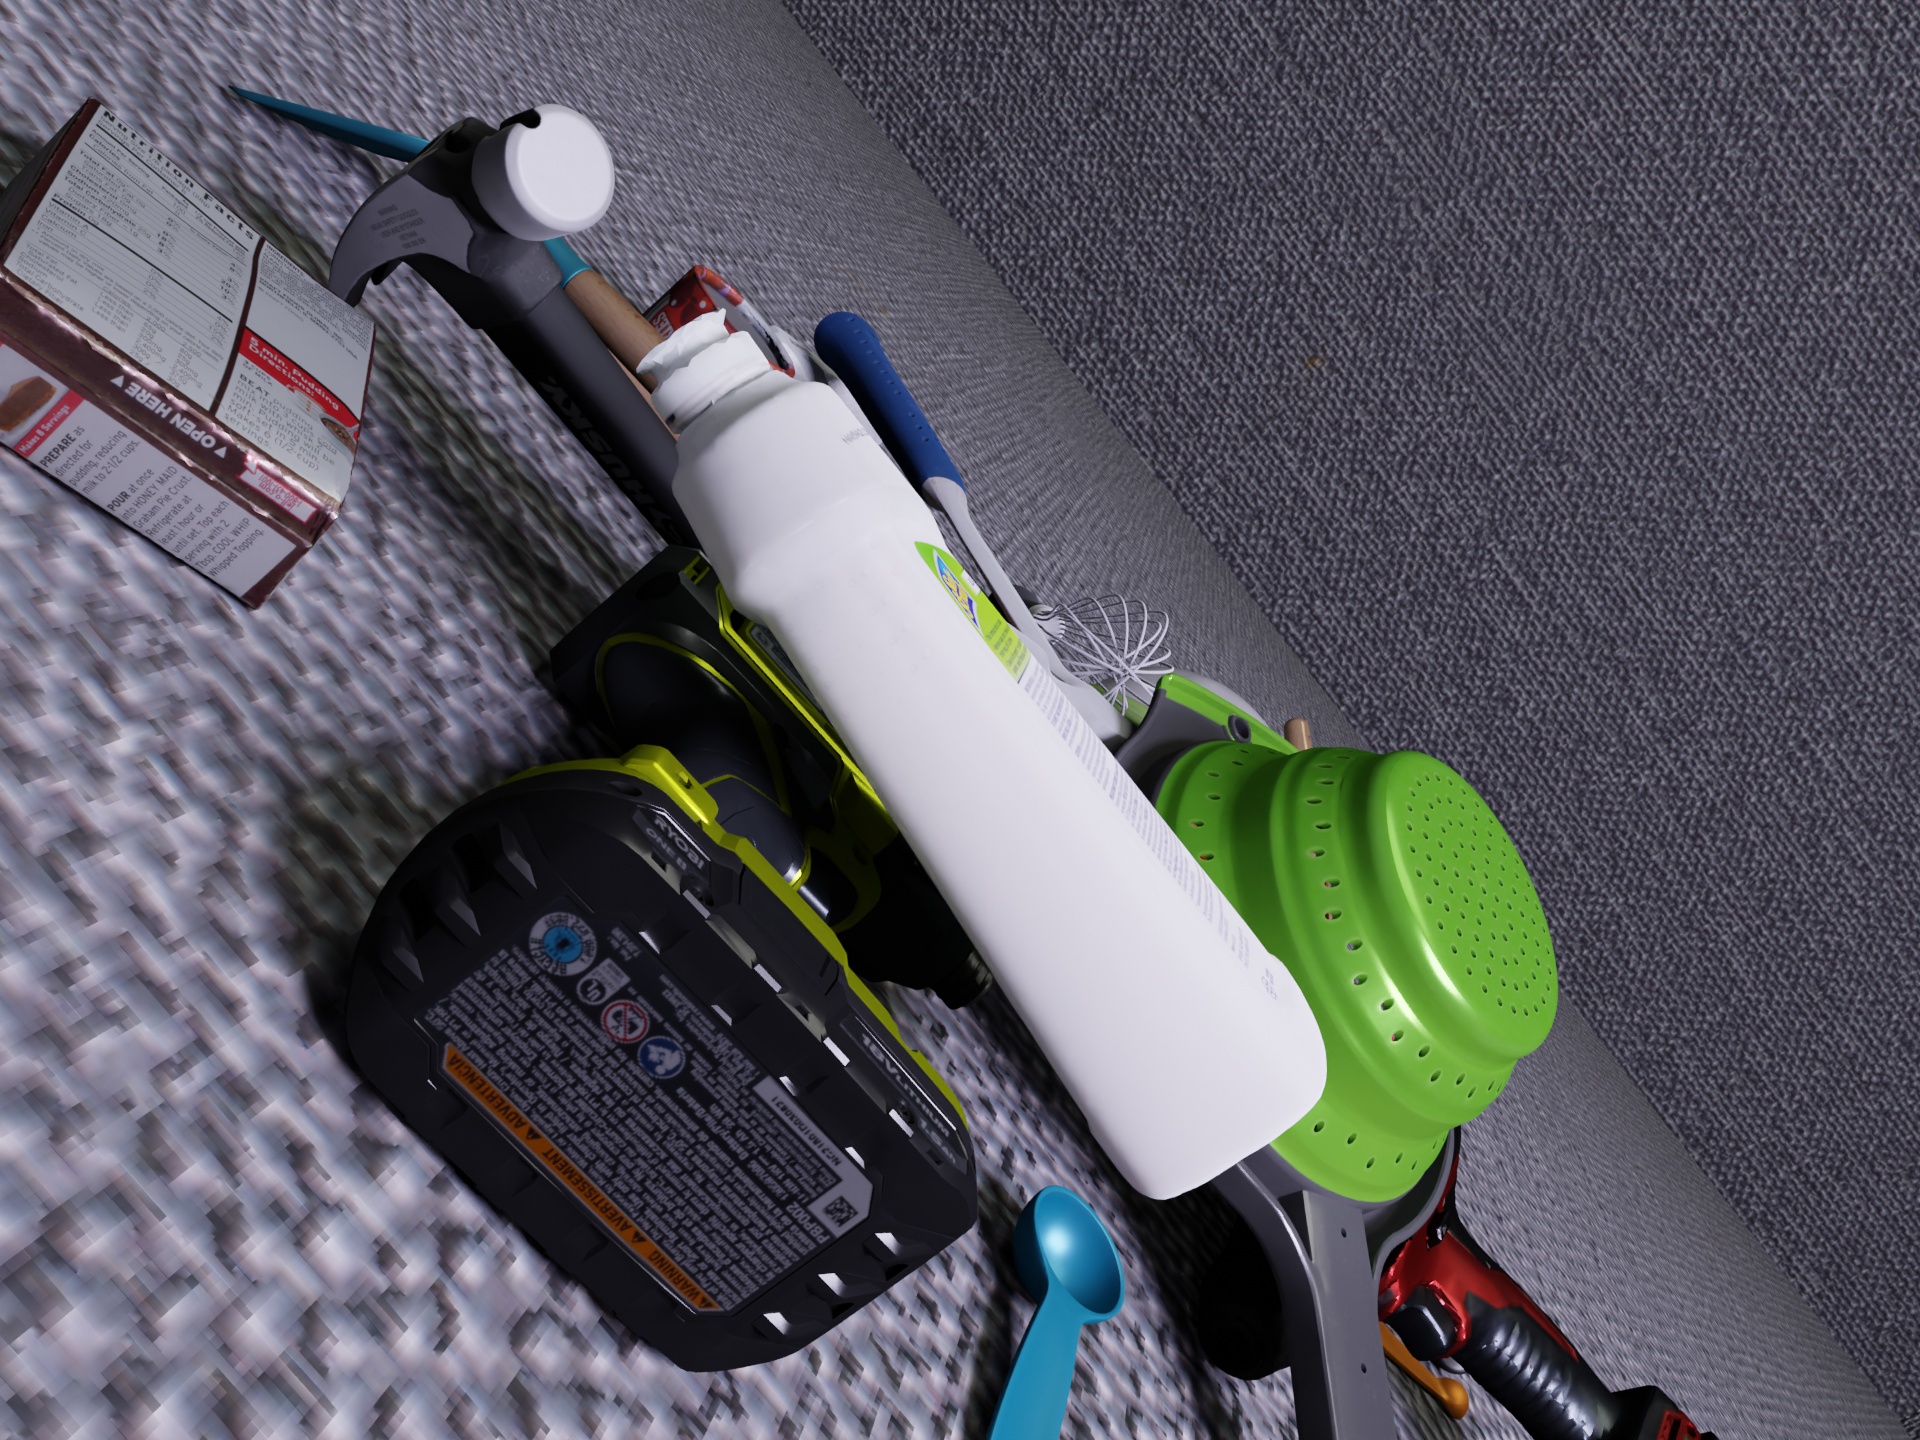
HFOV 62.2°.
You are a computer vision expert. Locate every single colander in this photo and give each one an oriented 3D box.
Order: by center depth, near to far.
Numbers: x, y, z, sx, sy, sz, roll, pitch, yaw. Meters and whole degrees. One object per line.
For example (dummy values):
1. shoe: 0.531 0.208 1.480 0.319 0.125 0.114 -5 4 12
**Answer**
1. colander: 0.146 0.144 0.520 0.204 0.094 0.398 28 46 -36

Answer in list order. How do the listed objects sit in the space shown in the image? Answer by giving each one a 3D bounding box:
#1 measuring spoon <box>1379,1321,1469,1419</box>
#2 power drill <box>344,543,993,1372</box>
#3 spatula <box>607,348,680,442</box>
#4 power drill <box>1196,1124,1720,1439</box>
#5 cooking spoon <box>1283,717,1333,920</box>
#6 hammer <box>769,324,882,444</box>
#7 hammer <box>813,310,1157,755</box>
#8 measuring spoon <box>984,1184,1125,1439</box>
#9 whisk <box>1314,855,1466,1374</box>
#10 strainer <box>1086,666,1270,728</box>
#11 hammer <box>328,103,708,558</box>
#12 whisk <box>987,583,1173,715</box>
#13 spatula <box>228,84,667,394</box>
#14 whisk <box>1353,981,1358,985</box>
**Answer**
1. measuring spoon: 0.199 0.282 0.725 0.116 0.011 0.021 46 17 -20
2. power drill: -0.052 0.050 0.416 0.171 0.080 0.223 49 13 -12
3. spatula: -0.110 -0.105 0.609 0.316 0.018 0.059 46 -24 10
4. power drill: 0.190 0.255 0.609 0.227 0.080 0.188 54 35 8
5. cooking spoon: 0.188 0.134 0.825 0.068 0.017 0.319 45 37 -46
6. hammer: -0.026 -0.084 0.859 0.331 0.033 0.128 58 18 19
7. hammer: -0.001 -0.099 0.759 0.144 0.035 0.406 31 19 -35
8. measuring spoon: 0.018 0.179 0.444 0.042 0.021 0.129 50 25 -5
9. whisk: 0.204 0.177 0.735 0.073 0.073 0.295 -68 143 -72
10. strainer: 0.149 0.013 0.849 0.151 0.069 0.256 46 -16 -14
11. hammer: -0.076 -0.045 0.539 0.146 0.035 0.334 5 -38 46
12. whisk: 0.054 -0.047 0.876 0.070 0.070 0.285 48 -1 -15
13. spatula: -0.125 -0.129 0.568 0.317 0.044 0.082 45 13 7
14. whisk: 0.224 0.218 0.895 0.051 0.047 0.245 34 25 -17
